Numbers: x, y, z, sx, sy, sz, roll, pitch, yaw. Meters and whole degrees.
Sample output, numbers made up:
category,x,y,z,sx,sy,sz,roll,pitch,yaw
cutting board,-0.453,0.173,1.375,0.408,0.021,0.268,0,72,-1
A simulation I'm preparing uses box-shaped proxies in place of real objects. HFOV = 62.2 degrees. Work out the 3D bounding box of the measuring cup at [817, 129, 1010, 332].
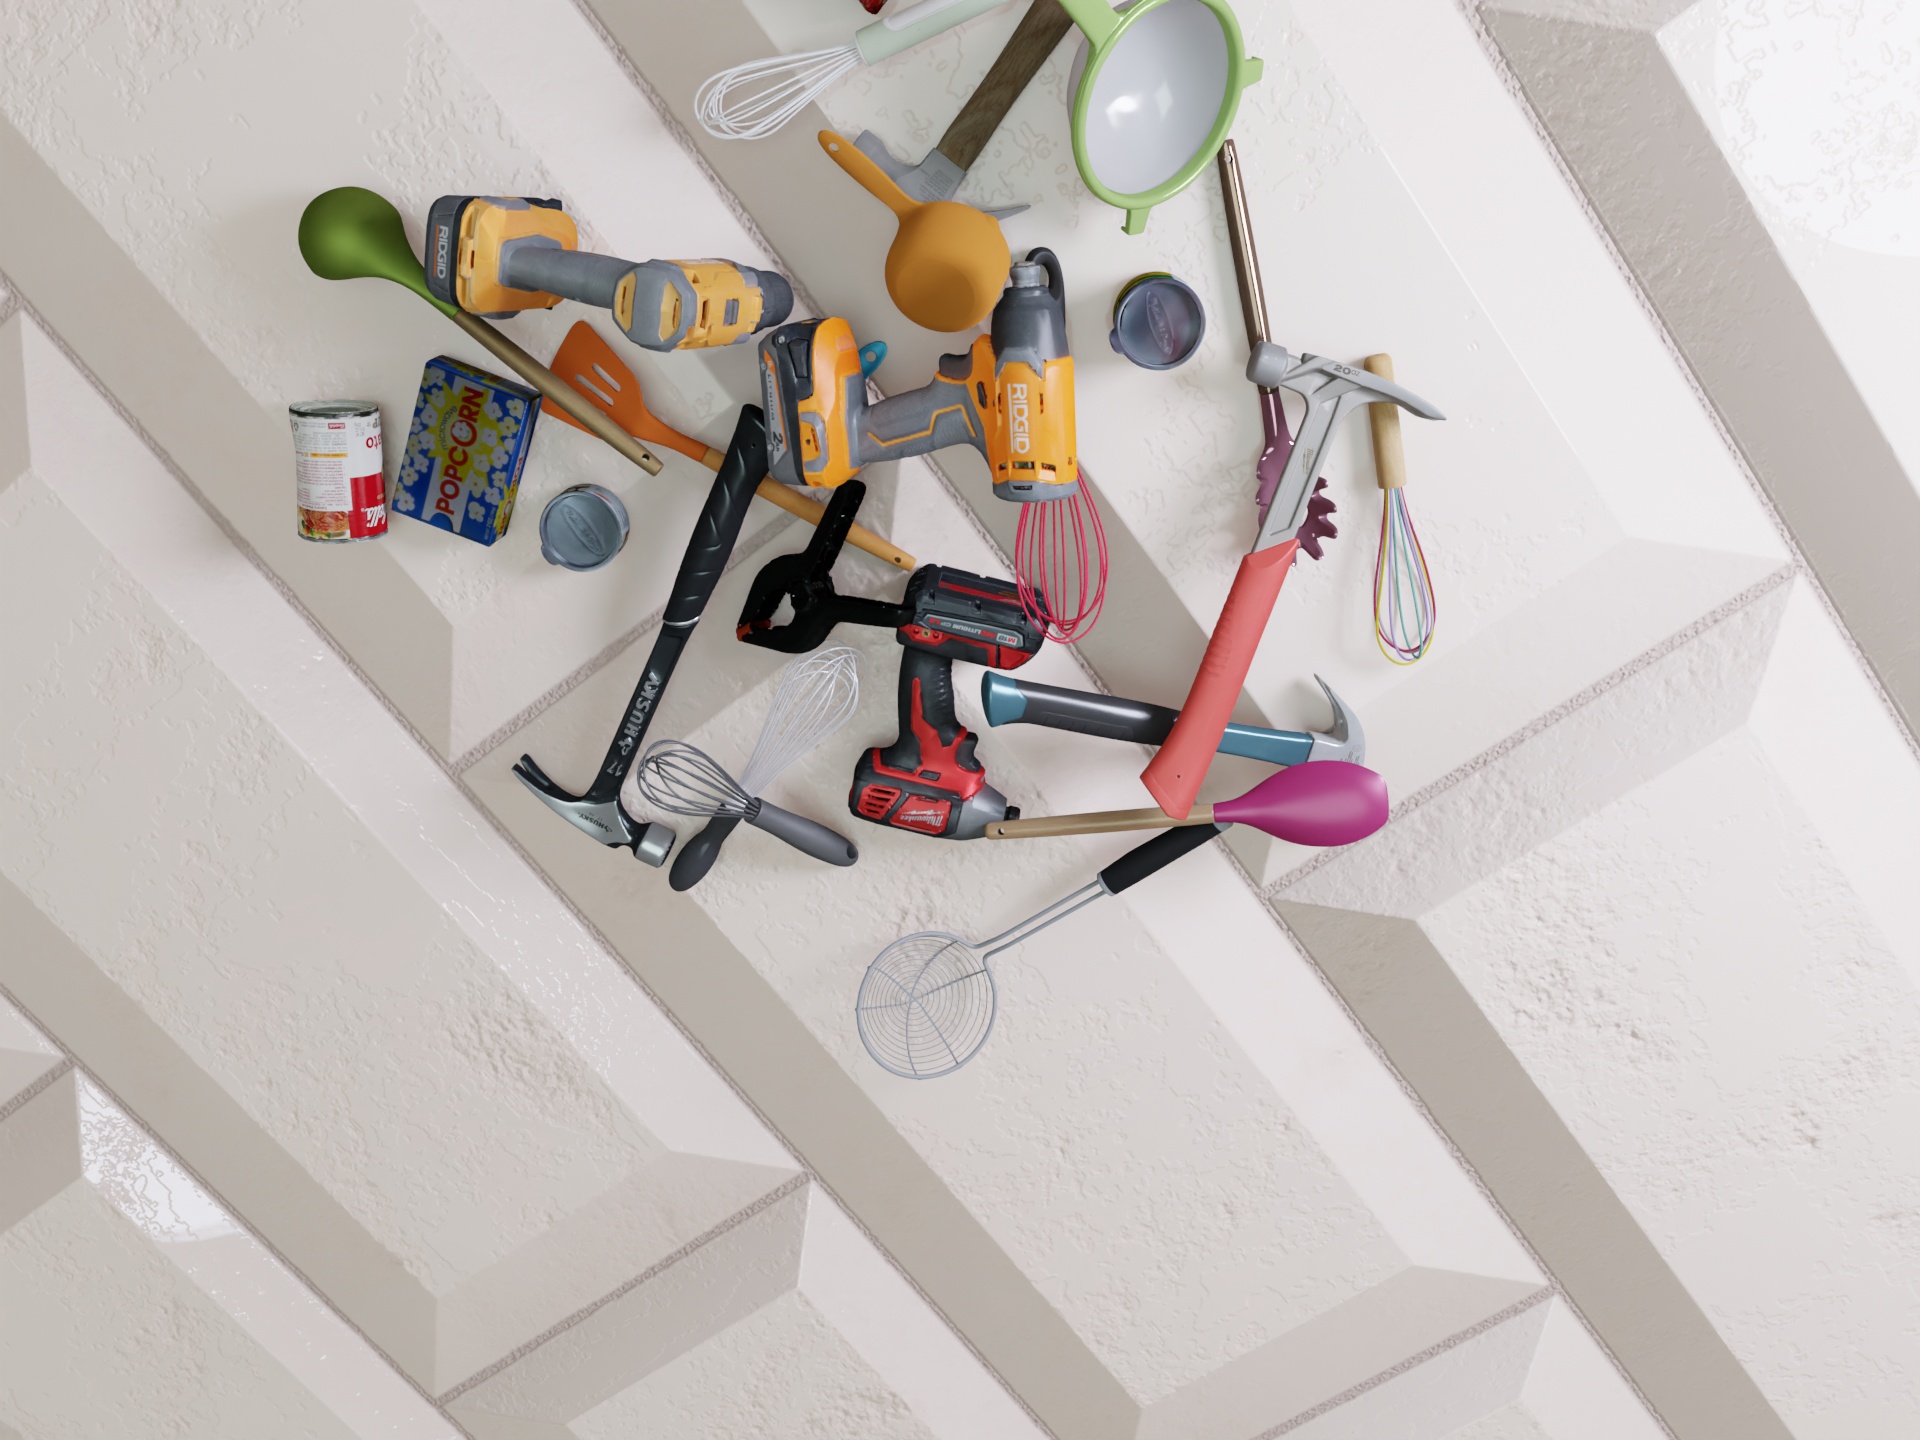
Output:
category,x,y,z,sx,sy,sz,roll,pitch,yaw
measuring cup,-0.042,-0.349,1.140,0.173,0.052,0.095,37,140,-26

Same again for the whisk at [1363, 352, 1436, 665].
category,x,y,z,sx,sy,sz,roll,pitch,yaw
whisk,0.333,-0.158,1.225,0.047,0.051,0.245,-8,107,13

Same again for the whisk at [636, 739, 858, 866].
category,x,y,z,sx,sy,sz,roll,pitch,yaw
whisk,-0.168,0.076,1.294,0.055,0.055,0.238,-44,134,17

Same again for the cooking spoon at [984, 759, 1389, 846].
category,x,y,z,sx,sy,sz,roll,pitch,yaw
cooking spoon,0.175,0.076,1.261,0.319,0.017,0.069,-6,95,13

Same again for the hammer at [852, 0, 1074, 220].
category,x,y,z,sx,sy,sz,roll,pitch,yaw
hammer,0.063,-0.491,1.124,0.130,0.031,0.331,36,108,-9

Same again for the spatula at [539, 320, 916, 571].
category,x,y,z,sx,sy,sz,roll,pitch,yaw
spatula,-0.178,-0.201,1.255,0.322,0.041,0.081,27,112,-11

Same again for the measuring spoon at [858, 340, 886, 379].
category,x,y,z,sx,sy,sz,roll,pitch,yaw
measuring spoon,-0.106,-0.249,1.237,0.128,0.021,0.042,-41,102,7

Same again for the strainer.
category,x,y,z,sx,sy,sz,roll,pitch,yaw
strainer,0.091,-0.454,1.063,0.151,0.069,0.256,-52,141,8

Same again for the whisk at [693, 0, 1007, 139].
category,x,y,z,sx,sy,sz,roll,pitch,yaw
whisk,-0.077,-0.471,1.120,0.246,0.058,0.059,-19,150,15

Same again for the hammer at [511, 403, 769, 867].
category,x,y,z,sx,sy,sz,roll,pitch,yaw
hammer,-0.236,-0.069,1.283,0.149,0.036,0.408,26,115,-4

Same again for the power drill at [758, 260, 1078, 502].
category,x,y,z,sx,sy,sz,roll,pitch,yaw
power drill,-0.027,-0.243,1.142,0.226,0.084,0.164,5,111,21

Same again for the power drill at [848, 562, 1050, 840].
category,x,y,z,sx,sy,sz,roll,pitch,yaw
power drill,-0.002,-0.004,1.289,0.143,0.079,0.219,14,114,-1

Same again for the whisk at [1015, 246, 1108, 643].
category,x,y,z,sx,sy,sz,roll,pitch,yaw
whisk,0.070,-0.205,1.193,0.073,0.073,0.296,-4,94,5

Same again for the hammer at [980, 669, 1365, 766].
category,x,y,z,sx,sy,sz,roll,pitch,yaw
hammer,0.171,0.008,1.260,0.331,0.033,0.128,10,111,-16

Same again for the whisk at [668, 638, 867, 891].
category,x,y,z,sx,sy,sz,roll,pitch,yaw
whisk,-0.167,0.044,1.330,0.070,0.070,0.284,34,114,-9

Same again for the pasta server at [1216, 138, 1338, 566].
category,x,y,z,sx,sy,sz,roll,pitch,yaw
pasta server,0.228,-0.272,1.191,0.060,0.040,0.316,-13,108,3

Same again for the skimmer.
category,x,y,z,sx,sy,sz,roll,pitch,yaw
skimmer,0.070,0.180,1.322,0.363,0.090,0.127,-34,104,24

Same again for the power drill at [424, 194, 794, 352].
category,x,y,z,sx,sy,sz,roll,pitch,yaw
power drill,-0.245,-0.321,1.155,0.226,0.185,0.084,18,112,17

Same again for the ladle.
category,x,y,z,sx,sy,sz,roll,pitch,yaw
ladle,-0.359,-0.288,1.207,0.320,0.062,0.078,38,75,-10

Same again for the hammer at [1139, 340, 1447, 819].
category,x,y,z,sx,sy,sz,roll,pitch,yaw
hammer,0.229,-0.092,1.197,0.149,0.037,0.359,19,100,-5
